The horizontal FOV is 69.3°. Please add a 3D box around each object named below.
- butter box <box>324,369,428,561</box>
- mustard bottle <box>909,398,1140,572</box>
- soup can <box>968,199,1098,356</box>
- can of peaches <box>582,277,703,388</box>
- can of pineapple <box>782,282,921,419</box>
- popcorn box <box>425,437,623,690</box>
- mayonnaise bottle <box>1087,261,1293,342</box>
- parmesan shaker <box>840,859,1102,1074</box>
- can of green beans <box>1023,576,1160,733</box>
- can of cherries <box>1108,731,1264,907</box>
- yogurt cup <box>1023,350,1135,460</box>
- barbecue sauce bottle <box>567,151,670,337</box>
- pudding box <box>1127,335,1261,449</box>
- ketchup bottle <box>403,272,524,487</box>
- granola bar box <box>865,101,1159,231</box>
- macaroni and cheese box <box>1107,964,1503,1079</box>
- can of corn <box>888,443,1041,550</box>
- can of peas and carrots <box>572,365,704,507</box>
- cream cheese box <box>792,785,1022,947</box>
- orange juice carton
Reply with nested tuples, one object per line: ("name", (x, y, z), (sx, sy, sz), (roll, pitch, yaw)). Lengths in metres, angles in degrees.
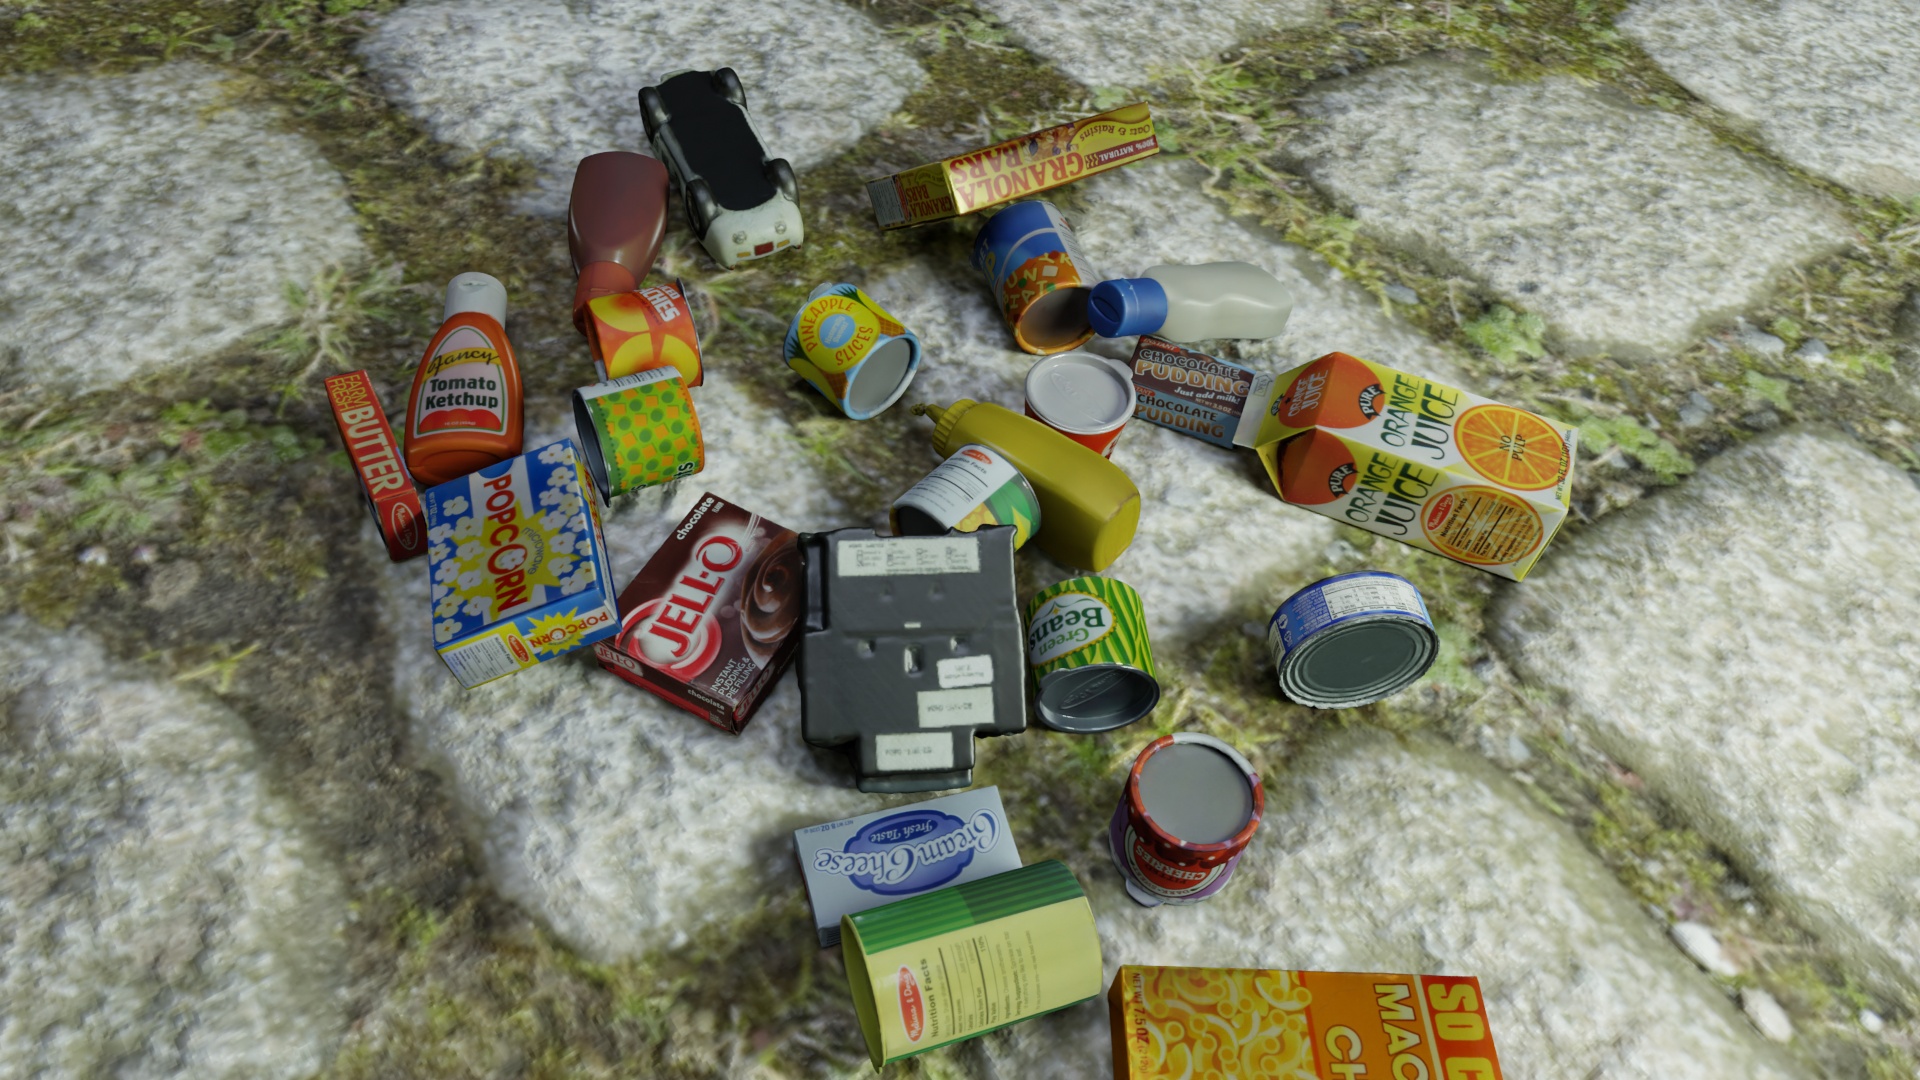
("butter box", (-0.326, -0.043, 0.777), (0.024, 0.052, 0.104), (-20, 56, -24))
("mustard bottle", (0.032, -0.045, 0.819), (0.160, 0.065, 0.049), (36, 56, 25))
("soup can", (0.050, -0.173, 0.923), (0.071, 0.071, 0.084), (-10, 54, -15))
("can of peaches", (-0.194, -0.122, 0.846), (0.058, 0.071, 0.071), (-15, 55, -17))
("can of pineapple", (-0.067, -0.117, 0.860), (0.071, 0.070, 0.058), (-36, 63, -30))
("popcorn box", (-0.232, 0.010, 0.731), (0.085, 0.038, 0.127), (-21, 45, -4))
("mayonnaise bottle", (0.148, -0.155, 0.910), (0.148, 0.041, 0.065), (-11, 44, -36))
("parmesan shaker", (0.005, 0.190, 0.625), (0.103, 0.071, 0.071), (-11, 54, -17))
("can of green beans", (0.068, 0.060, 0.735), (0.071, 0.071, 0.058), (0, 51, -7))
("can of cherries", (0.110, 0.138, 0.682), (0.071, 0.058, 0.072), (4, 51, -5))
("yogurt cup", (0.070, -0.074, 0.852), (0.072, 0.053, 0.073), (4, 51, -4))
("barbecue sauce bottle", (-0.230, -0.196, 0.919), (0.065, 0.043, 0.149), (1, 52, -6))
("pudding box", (0.147, -0.096, 0.895), (0.084, 0.030, 0.050), (20, 50, 9))
("ketchup bottle", (-0.294, -0.099, 0.832), (0.065, 0.043, 0.149), (-2, 51, -12))
("granola bar box", (0.035, -0.257, 0.962), (0.166, 0.039, 0.124), (-23, 17, -23))
("macaroni and cheese box", (0.153, 0.253, 0.607), (0.167, 0.040, 0.124), (3, 51, -4))
("can of corn", (0.003, -0.010, 0.785), (0.071, 0.070, 0.058), (38, 60, 21))
("can of peas and carrots", (-0.185, -0.061, 0.803), (0.059, 0.070, 0.071), (-18, 56, -21))
("cream cheese box", (-0.025, 0.157, 0.673), (0.104, 0.024, 0.053), (-10, 55, -15))
("orange juice carton", (0.265, -0.052, 0.847), (0.193, 0.072, 0.072), (20, 52, 9))
